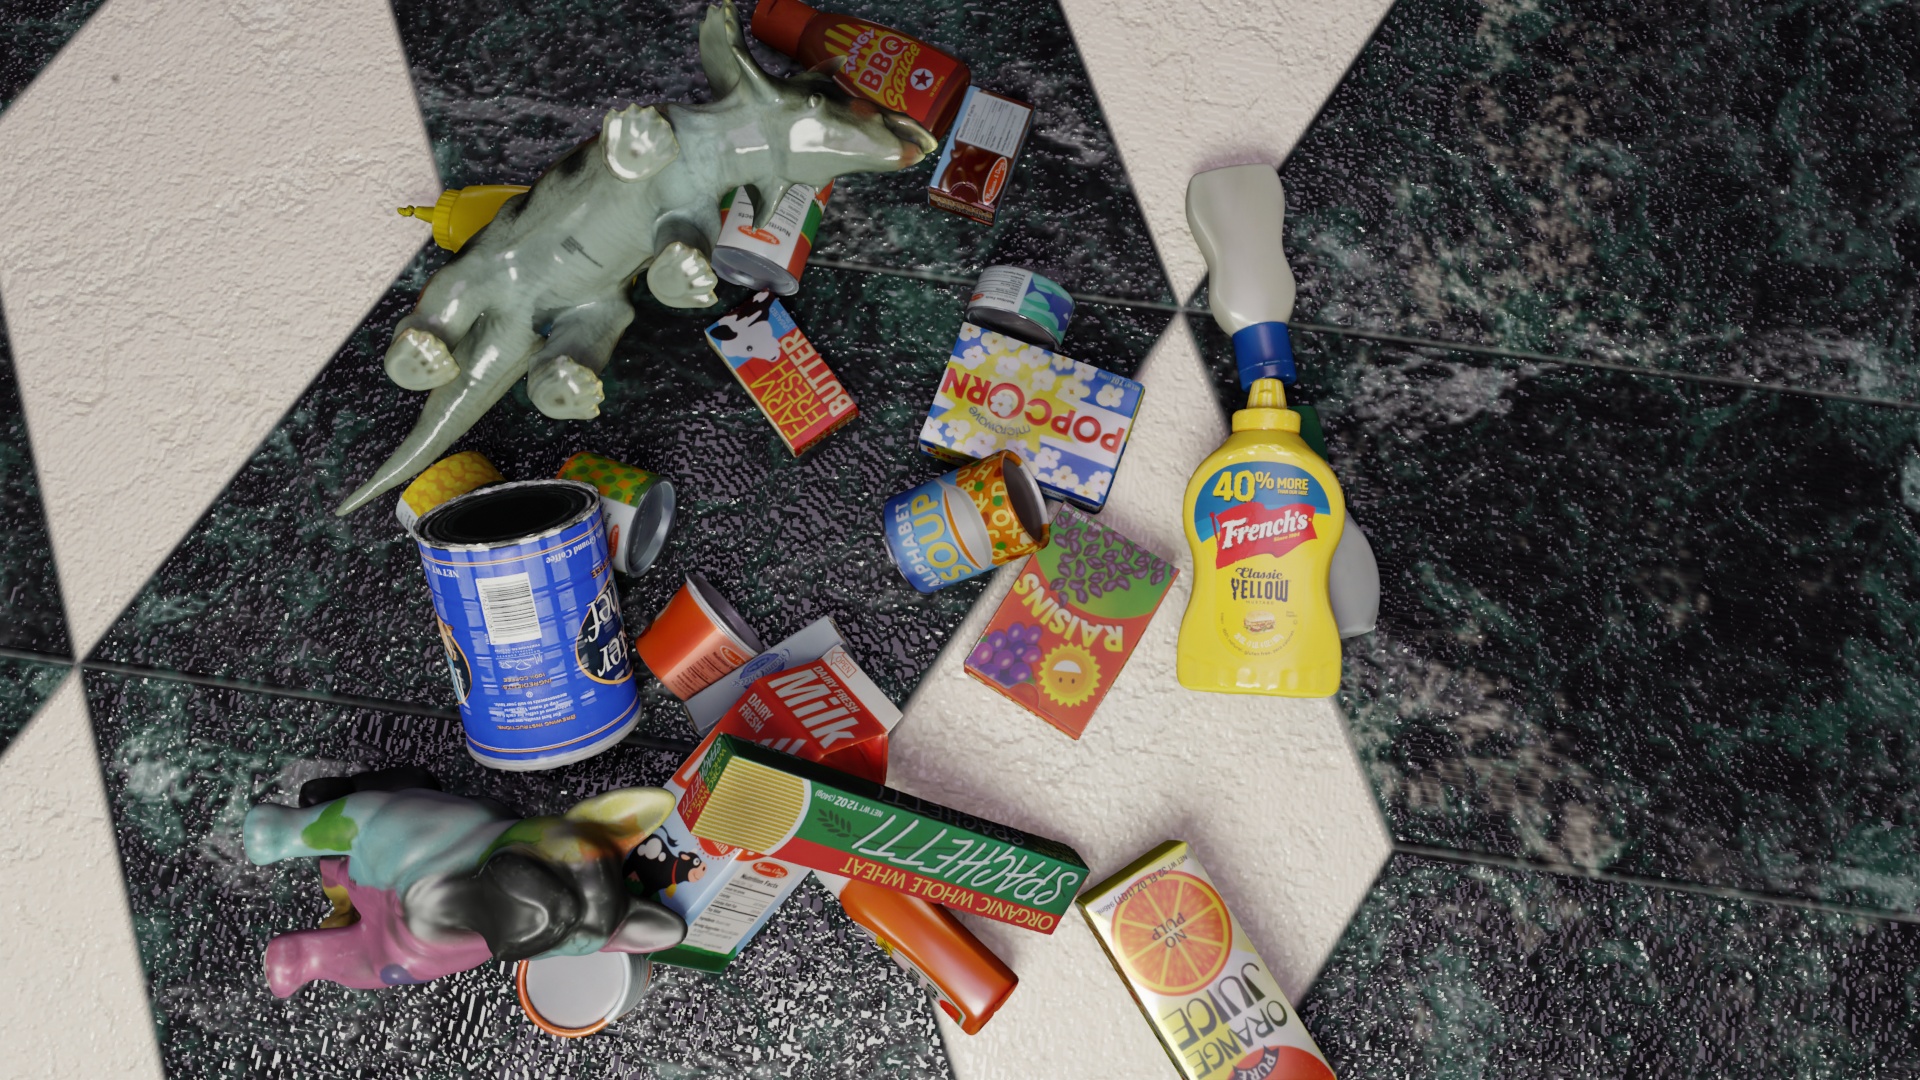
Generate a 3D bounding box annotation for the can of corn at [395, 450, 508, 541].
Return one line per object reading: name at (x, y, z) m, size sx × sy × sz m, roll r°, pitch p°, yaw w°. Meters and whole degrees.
can of corn at (-0.305, -0.015, 0.867) m, size 0.071 × 0.071 × 0.058 m, roll -42°, pitch 81°, yaw -8°

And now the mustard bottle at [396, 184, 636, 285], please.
mustard bottle at (-0.292, -0.203, 0.915) m, size 0.160 × 0.048 × 0.065 m, roll 13°, pitch 82°, yaw 3°

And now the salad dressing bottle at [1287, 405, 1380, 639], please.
salad dressing bottle at (0.224, -0.011, 0.881) m, size 0.064 × 0.044 × 0.148 m, roll -10°, pitch 77°, yaw 5°

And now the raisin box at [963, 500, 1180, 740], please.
raisin box at (0.069, 0.051, 0.868) m, size 0.086 × 0.040 × 0.123 m, roll 32°, pitch 80°, yaw 5°

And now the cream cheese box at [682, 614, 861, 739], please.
cream cheese box at (-0.113, 0.089, 0.850) m, size 0.104 × 0.053 × 0.024 m, roll -32°, pitch 65°, yaw -7°

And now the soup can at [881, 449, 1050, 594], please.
soup can at (0.003, -0.011, 0.850) m, size 0.083 × 0.071 × 0.071 m, roll -22°, pitch 78°, yaw 21°

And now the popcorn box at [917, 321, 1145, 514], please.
popcorn box at (0.046, -0.078, 0.896) m, size 0.127 × 0.038 × 0.085 m, roll 20°, pitch 80°, yaw 4°

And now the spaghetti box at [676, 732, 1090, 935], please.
spaghetti box at (-0.034, 0.167, 0.774) m, size 0.250 × 0.029 × 0.050 m, roll 24°, pitch 99°, yaw -30°

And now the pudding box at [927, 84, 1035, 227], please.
pudding box at (0.014, -0.260, 0.939) m, size 0.050 × 0.030 × 0.084 m, roll 20°, pitch 79°, yaw 3°

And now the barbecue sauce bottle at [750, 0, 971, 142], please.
barbecue sauce bottle at (-0.070, -0.326, 0.945) m, size 0.148 × 0.043 × 0.065 m, roll 29°, pitch 81°, yaw 6°

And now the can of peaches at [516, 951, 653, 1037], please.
can of peaches at (-0.221, 0.253, 0.814) m, size 0.071 × 0.058 × 0.071 m, roll 0°, pitch 78°, yaw -1°

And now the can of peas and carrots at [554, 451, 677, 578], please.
can of peas and carrots at (-0.218, -0.017, 0.868) m, size 0.059 × 0.071 × 0.071 m, roll 18°, pitch 79°, yaw 8°

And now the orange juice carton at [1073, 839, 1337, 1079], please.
orange juice carton at (0.148, 0.274, 0.804) m, size 0.072 × 0.073 × 0.193 m, roll -31°, pitch 80°, yaw -6°

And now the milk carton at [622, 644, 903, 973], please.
milk carton at (-0.115, 0.151, 0.803) m, size 0.190 × 0.073 × 0.072 m, roll -49°, pitch 55°, yaw 1°

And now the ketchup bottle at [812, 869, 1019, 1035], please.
ketchup bottle at (-0.033, 0.224, 0.821) m, size 0.149 × 0.064 × 0.044 m, roll 41°, pitch 72°, yaw 16°

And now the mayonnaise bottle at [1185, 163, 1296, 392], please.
mayonnaise bottle at (0.190, -0.173, 0.916) m, size 0.065 × 0.041 × 0.148 m, roll -8°, pitch 79°, yaw -1°

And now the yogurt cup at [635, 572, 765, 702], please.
yogurt cup at (-0.161, 0.063, 0.853) m, size 0.054 × 0.072 × 0.072 m, roll -42°, pitch 81°, yaw 0°

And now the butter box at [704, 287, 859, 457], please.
butter box at (-0.116, -0.109, 0.909) m, size 0.053 × 0.024 × 0.103 m, roll -36°, pitch 80°, yaw -7°

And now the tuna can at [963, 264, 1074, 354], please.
tuna can at (0.040, -0.147, 0.898) m, size 0.071 × 0.071 × 0.033 m, roll 20°, pitch 78°, yaw 4°

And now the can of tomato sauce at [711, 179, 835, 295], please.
can of tomato sauce at (-0.125, -0.213, 0.911) m, size 0.071 × 0.071 × 0.083 m, roll 17°, pitch 78°, yaw 3°
